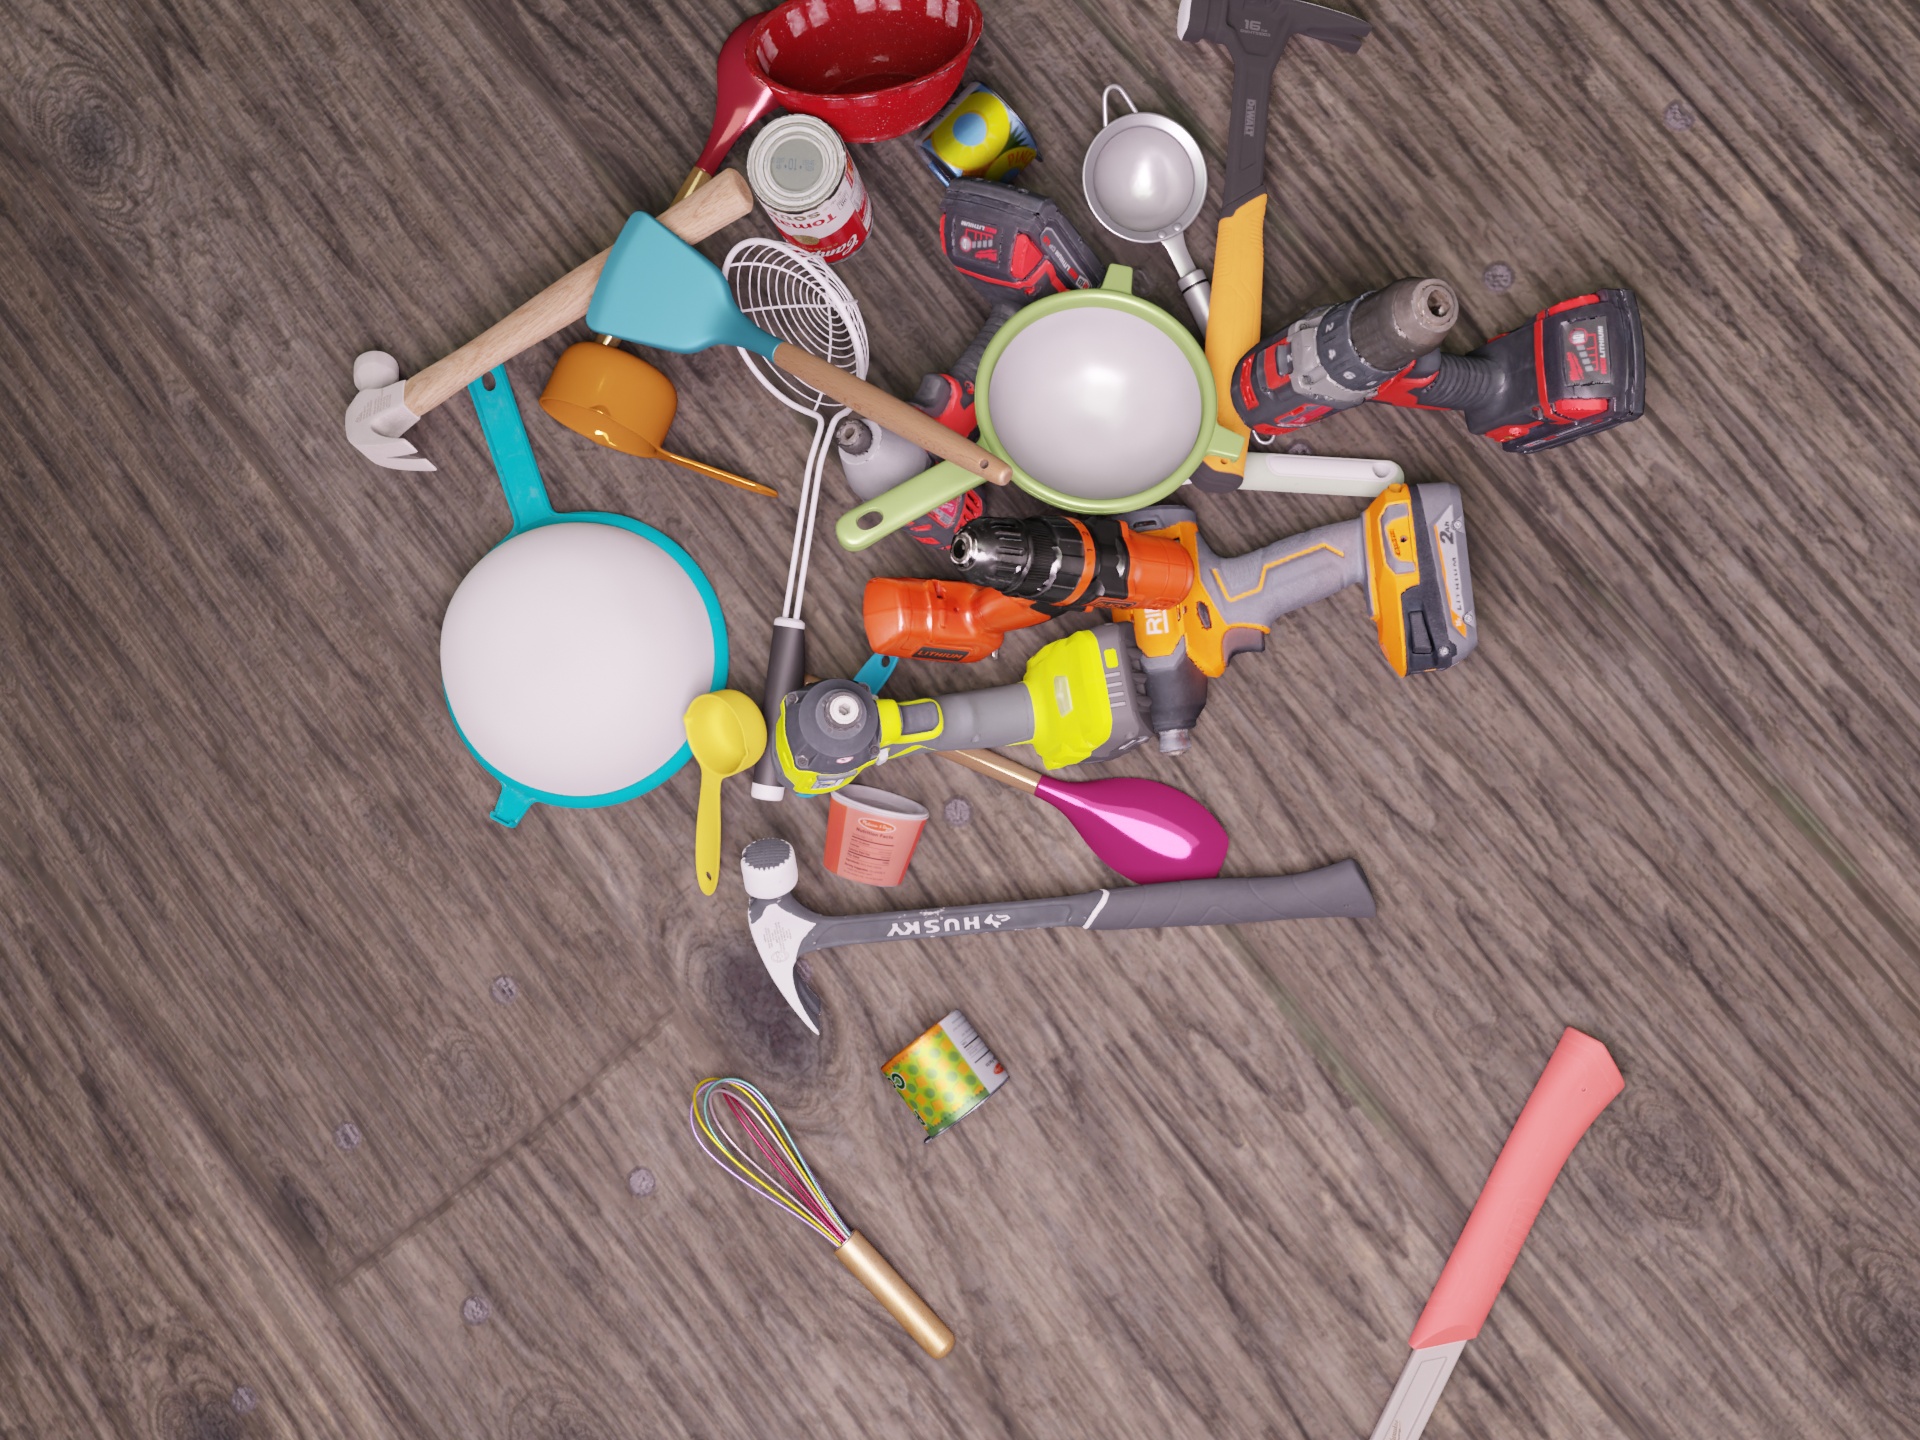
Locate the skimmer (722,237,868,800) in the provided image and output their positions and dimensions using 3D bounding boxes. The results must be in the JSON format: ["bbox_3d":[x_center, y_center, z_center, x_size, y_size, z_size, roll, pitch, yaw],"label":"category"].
[{"bbox_3d":[-0.128,-0.128,1.057,0.127,0.090,0.363,11,94,44],"label":"skimmer"}]

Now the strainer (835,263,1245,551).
[{"bbox_3d":[0.037,-0.165,0.998,0.256,0.069,0.151,-29,78,-8],"label":"strainer"}]

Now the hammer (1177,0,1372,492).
[{"bbox_3d":[0.191,-0.313,1.043,0.127,0.034,0.337,7,83,-5],"label":"hammer"}]

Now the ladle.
[{"bbox_3d":[-0.196,-0.367,1.129,0.069,0.031,0.315,31,93,8],"label":"ladle"}]

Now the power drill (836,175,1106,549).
[{"bbox_3d":[-0.001,-0.231,1.037,0.079,0.143,0.219,26,89,32],"label":"power drill"}]

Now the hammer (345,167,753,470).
[{"bbox_3d":[-0.282,-0.271,1.072,0.331,0.031,0.130,-27,50,16],"label":"hammer"}]

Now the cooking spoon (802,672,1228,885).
[{"bbox_3d":[0.029,0.034,1.082,0.319,0.017,0.069,23,93,9],"label":"cooking spoon"}]

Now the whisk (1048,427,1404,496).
[{"bbox_3d":[0.172,-0.169,1.062,0.246,0.059,0.058,4,60,3],"label":"whisk"}]

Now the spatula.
[{"bbox_3d":[-0.098,-0.216,0.974,0.318,0.044,0.082,32,101,26],"label":"spatula"}]

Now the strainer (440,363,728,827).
[{"bbox_3d":[-0.293,-0.105,1.092,0.211,0.095,0.340,-20,86,6],"label":"strainer"}]

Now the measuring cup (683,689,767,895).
[{"bbox_3d":[-0.161,0.050,1.083,0.062,0.029,0.156,27,123,30],"label":"measuring cup"}]

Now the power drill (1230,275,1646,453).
[{"bbox_3d":[0.298,-0.216,0.950,0.226,0.188,0.080,-2,87,-18],"label":"power drill"}]

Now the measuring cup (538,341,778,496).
[{"bbox_3d":[-0.201,-0.208,1.103,0.173,0.095,0.052,21,83,-11],"label":"measuring cup"}]

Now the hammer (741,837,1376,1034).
[{"bbox_3d":[0.068,0.130,1.044,0.409,0.036,0.149,-4,124,1],"label":"hammer"}]

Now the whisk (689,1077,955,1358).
[{"bbox_3d":[-0.091,0.332,1.075,0.051,0.047,0.245,-44,87,2],"label":"whisk"}]

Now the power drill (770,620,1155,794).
[{"bbox_3d":[-0.002,-0.003,0.992,0.223,0.171,0.080,-9,82,-13],"label":"power drill"}]

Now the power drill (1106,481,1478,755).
[{"bbox_3d":[0.212,-0.067,1.035,0.226,0.084,0.164,-6,87,11],"label":"power drill"}]

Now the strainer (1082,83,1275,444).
[{"bbox_3d":[0.151,-0.302,1.074,0.087,0.050,0.258,-25,90,-6],"label":"strainer"}]

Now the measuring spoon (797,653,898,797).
[{"bbox_3d":[-0.076,-0.001,1.085,0.042,0.021,0.128,45,106,26],"label":"measuring spoon"}]

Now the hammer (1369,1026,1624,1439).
[{"bbox_3d":[0.317,0.360,1.021,0.149,0.036,0.359,26,91,8],"label":"hammer"}]
